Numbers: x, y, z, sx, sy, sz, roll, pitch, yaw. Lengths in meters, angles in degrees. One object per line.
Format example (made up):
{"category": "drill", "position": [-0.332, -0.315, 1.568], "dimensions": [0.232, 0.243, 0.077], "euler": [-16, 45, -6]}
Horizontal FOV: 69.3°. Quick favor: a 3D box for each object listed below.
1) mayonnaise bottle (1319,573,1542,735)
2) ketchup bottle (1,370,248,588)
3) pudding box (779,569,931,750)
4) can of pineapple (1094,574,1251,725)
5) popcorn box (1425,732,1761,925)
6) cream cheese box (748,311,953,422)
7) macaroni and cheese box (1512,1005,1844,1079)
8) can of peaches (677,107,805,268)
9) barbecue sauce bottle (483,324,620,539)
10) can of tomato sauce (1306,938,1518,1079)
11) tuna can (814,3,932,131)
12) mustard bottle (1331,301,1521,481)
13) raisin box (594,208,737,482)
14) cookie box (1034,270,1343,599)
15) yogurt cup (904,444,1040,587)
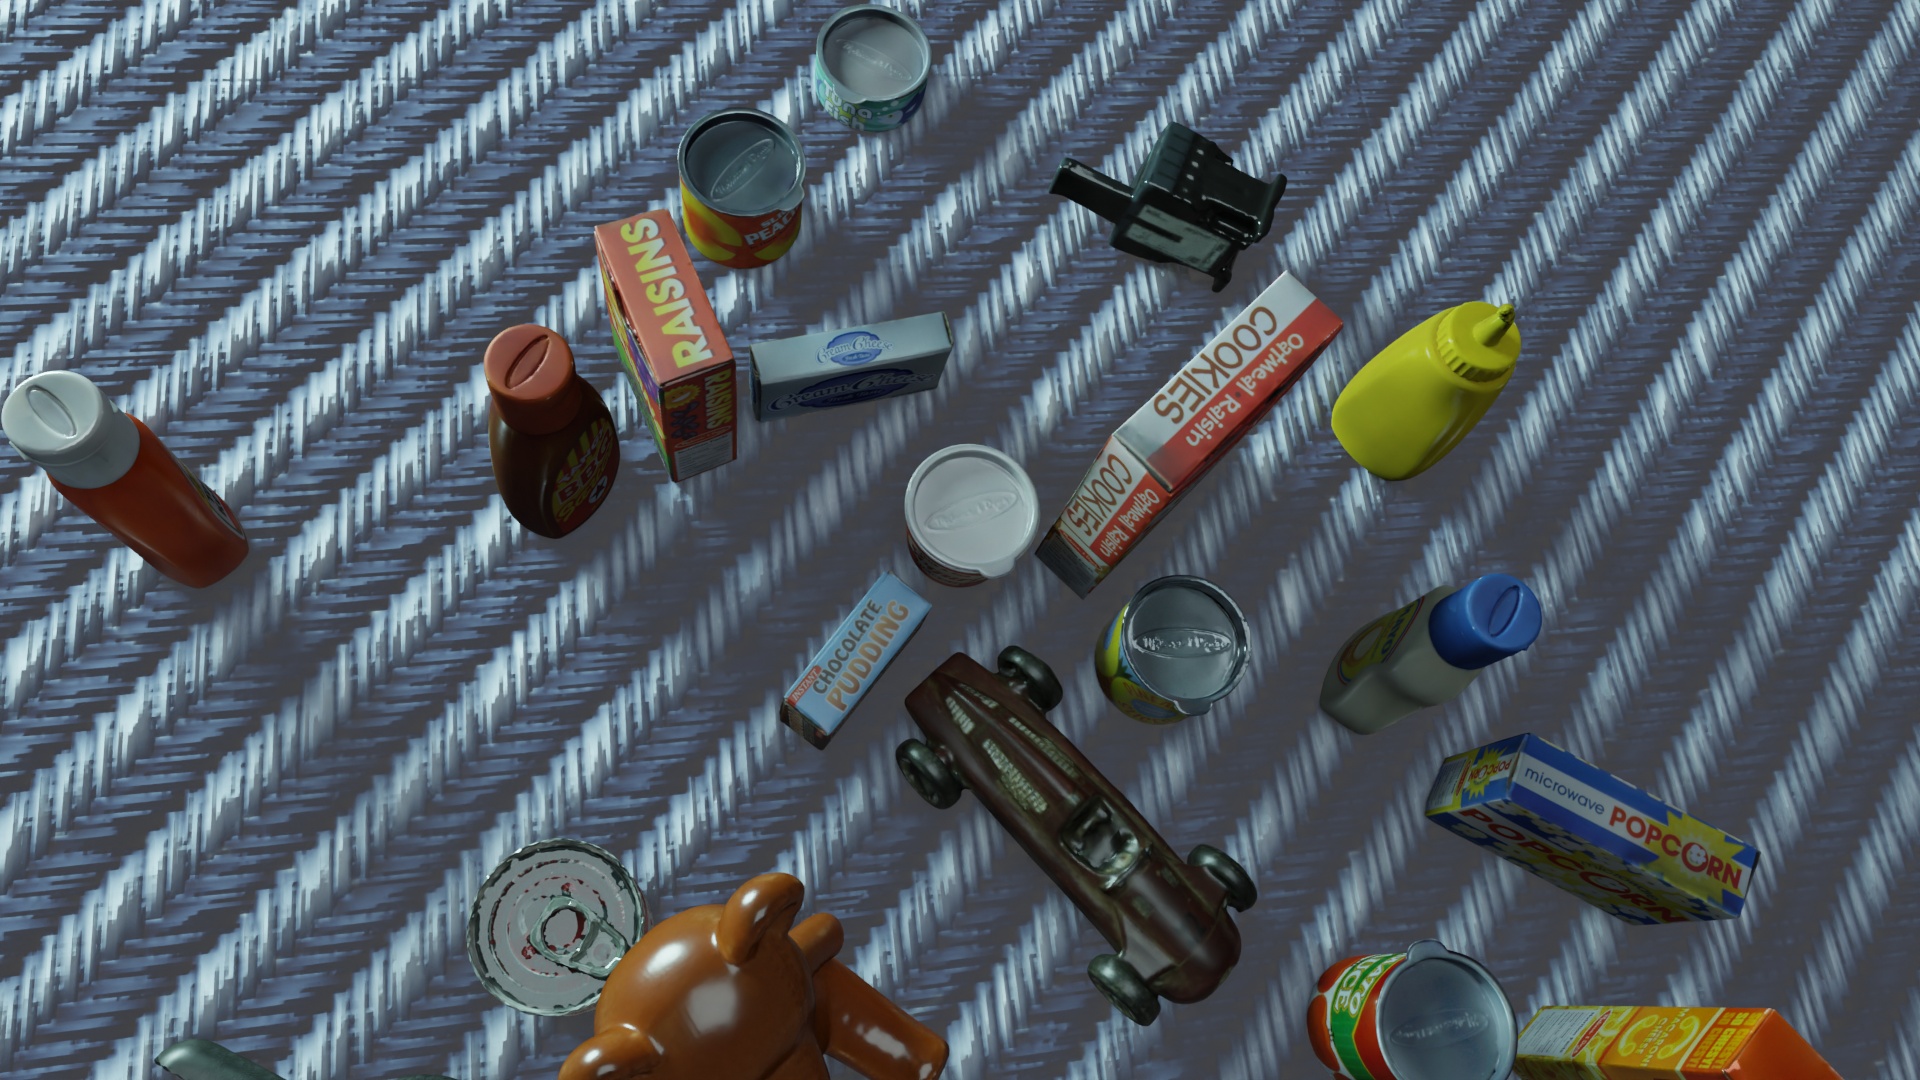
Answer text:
{"category": "mayonnaise bottle", "position": [0.227, 0.053, 0.676], "dimensions": [0.041, 0.147, 0.065], "euler": [35, 70, 3]}
{"category": "ketchup bottle", "position": [-0.362, -0.026, 0.604], "dimensions": [0.065, 0.148, 0.044], "euler": [44, 71, 6]}
{"category": "pudding box", "position": [-0.052, 0.059, 0.680], "dimensions": [0.030, 0.049, 0.084], "euler": [37, 70, 4]}
{"category": "can of pineapple", "position": [0.105, 0.058, 0.702], "dimensions": [0.071, 0.057, 0.071], "euler": [3, 71, -8]}
{"category": "popcorn box", "position": [0.310, 0.145, 0.692], "dimensions": [0.127, 0.085, 0.038], "euler": [27, 70, 0]}
{"category": "cream cheese box", "position": [-0.059, -0.090, 0.728], "dimensions": [0.104, 0.053, 0.024], "euler": [-12, 74, -13]}
{"category": "macaroni and cheese box", "position": [0.336, 0.265, 0.612], "dimensions": [0.040, 0.166, 0.124], "euler": [-40, 82, -19]}
{"category": "can of peaches", "position": [-0.116, -0.187, 0.749], "dimensions": [0.071, 0.058, 0.071], "euler": [3, 71, -8]}
{"category": "barbecue sauce bottle", "position": [-0.190, -0.051, 0.642], "dimensions": [0.044, 0.148, 0.065], "euler": [30, 70, 1]}
{"category": "can of tomato sauce", "position": [0.207, 0.225, 0.648], "dimensions": [0.071, 0.082, 0.071], "euler": [3, 71, -8]}
{"category": "tuna can", "position": [-0.052, -0.270, 0.801], "dimensions": [0.071, 0.032, 0.071], "euler": [3, 71, -8]}
{"category": "mustard bottle", "position": [0.249, -0.083, 0.719], "dimensions": [0.049, 0.159, 0.065], "euler": [-41, 82, -19]}
{"category": "raisin box", "position": [-0.142, -0.092, 0.677], "dimensions": [0.040, 0.123, 0.086], "euler": [-21, 76, -15]}
{"category": "cookie box", "position": [0.106, -0.045, 0.679], "dimensions": [0.040, 0.167, 0.123], "euler": [44, 71, 6]}
{"category": "yogurt cup", "position": [0.003, -0.009, 0.710], "dimensions": [0.072, 0.053, 0.072], "euler": [3, 71, -8]}
